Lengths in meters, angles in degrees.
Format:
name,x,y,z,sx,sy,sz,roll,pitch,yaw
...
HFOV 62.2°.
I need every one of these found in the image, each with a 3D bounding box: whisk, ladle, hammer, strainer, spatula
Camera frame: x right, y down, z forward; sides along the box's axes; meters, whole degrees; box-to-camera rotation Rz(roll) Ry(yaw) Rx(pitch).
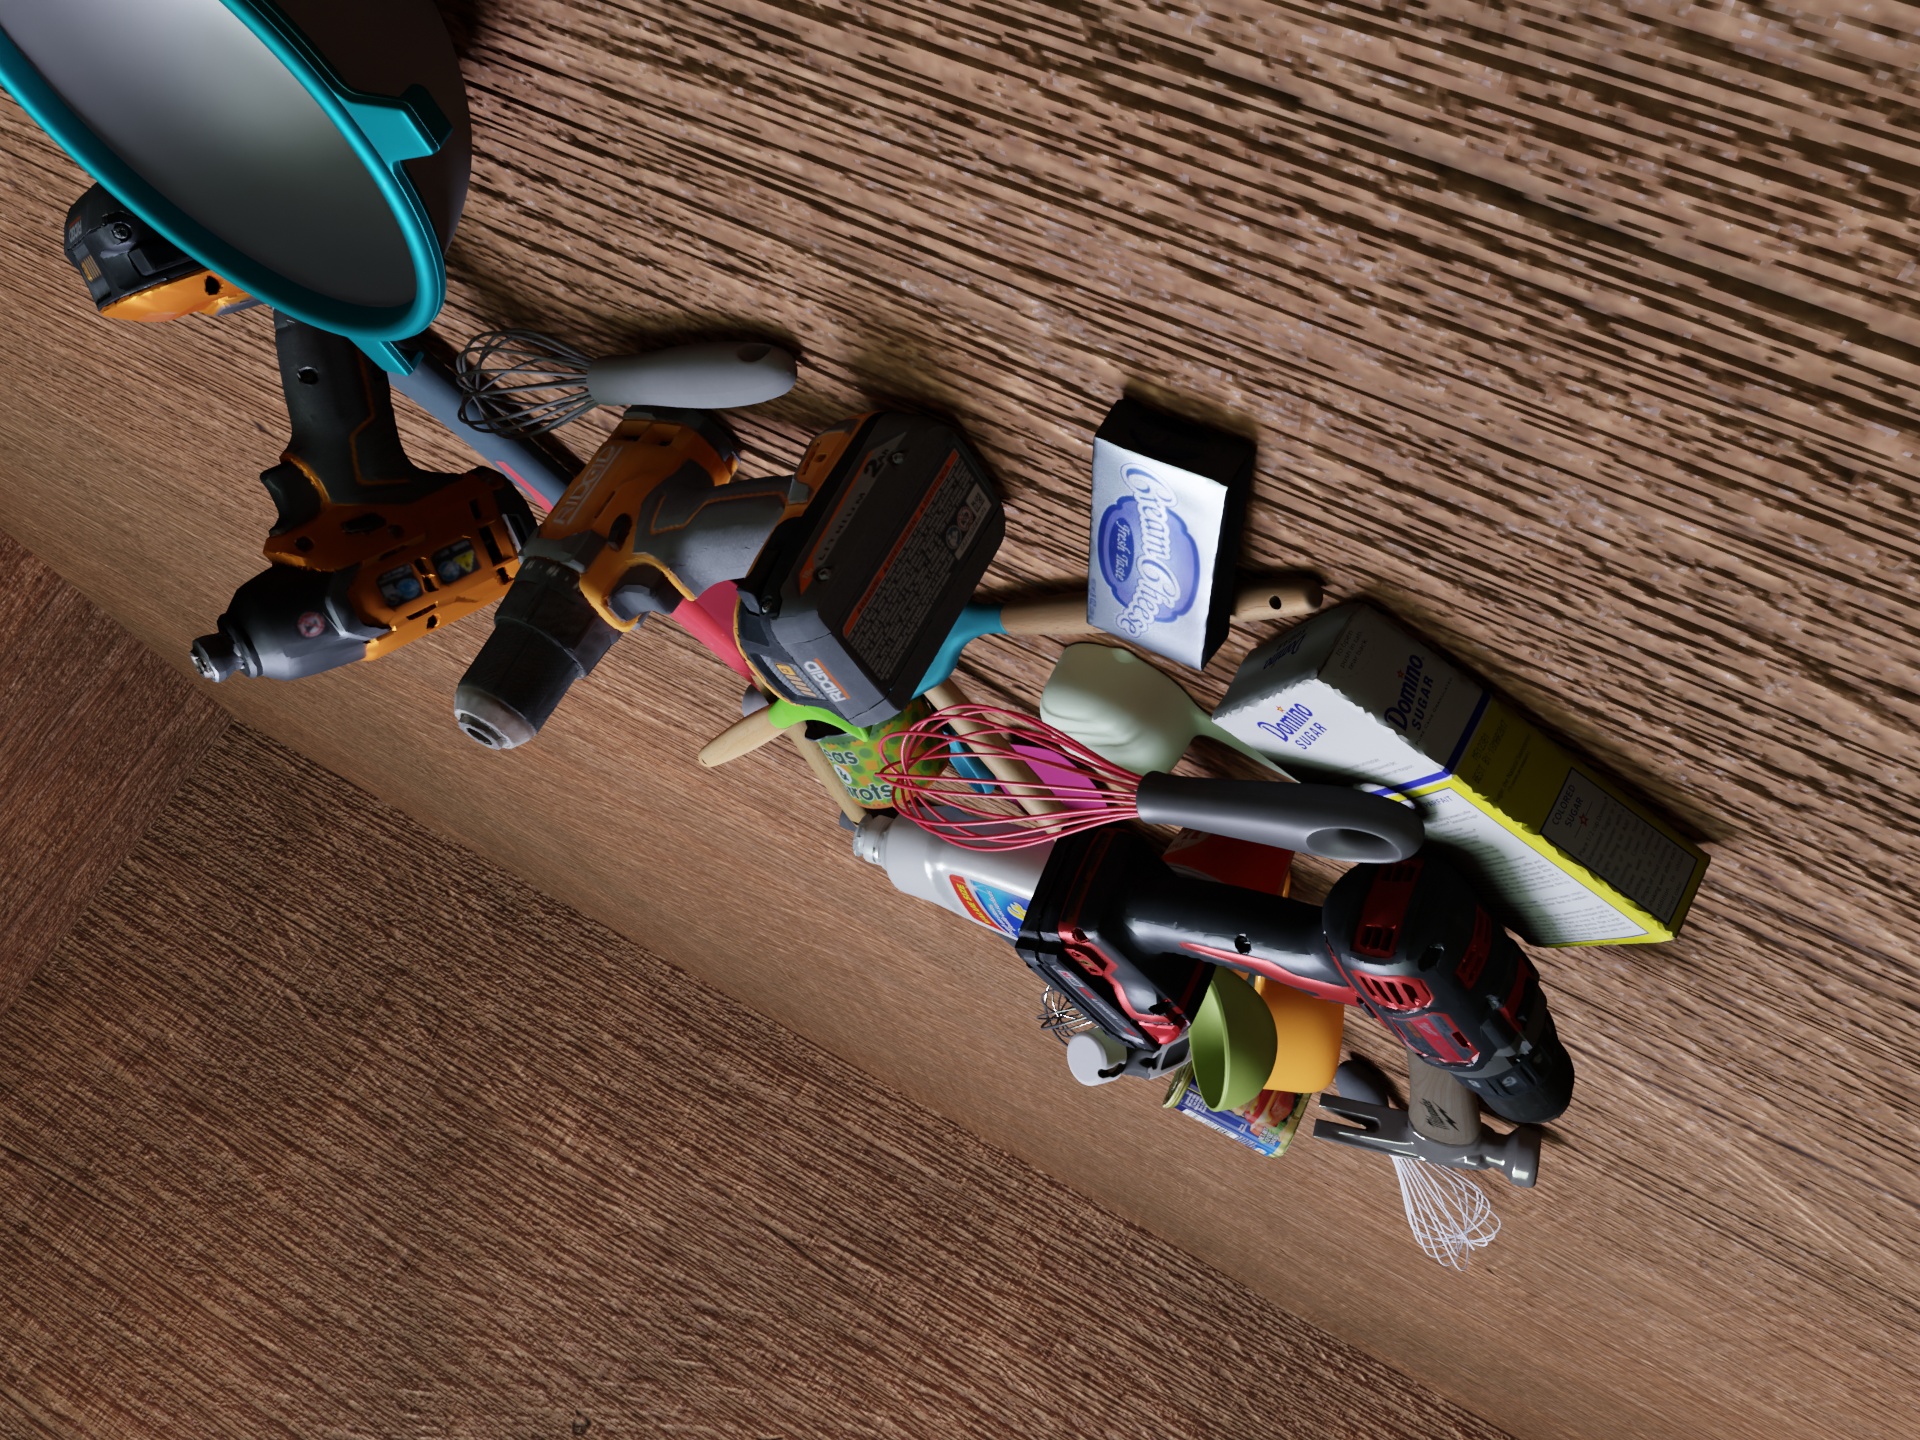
name,x,y,z,sx,sy,sz,roll,pitch,yaw
whisk,0.340,0.332,1.201,0.070,0.070,0.284,11,148,46
whisk,-0.158,-0.156,0.727,0.239,0.055,0.055,8,151,40
ladle,0.060,0.080,0.867,0.320,0.062,0.078,48,173,-2
hammer,0.031,0.130,1.068,0.146,0.035,0.335,-3,-153,-43
whisk,0.135,0.192,1.108,0.246,0.057,0.059,-25,79,52
hammer,-0.198,-0.109,0.915,0.386,0.038,0.143,43,157,-31
whisk,0.071,0.032,0.713,0.296,0.073,0.073,6,149,44
strainer,-0.300,-0.279,0.548,0.340,0.095,0.211,37,158,-10
hammer,0.265,0.184,0.918,0.146,0.038,0.410,7,151,21
spatula,0.032,-0.042,0.717,0.317,0.044,0.082,-1,112,54
ladle,-0.105,-0.016,0.922,0.069,0.031,0.315,18,155,29

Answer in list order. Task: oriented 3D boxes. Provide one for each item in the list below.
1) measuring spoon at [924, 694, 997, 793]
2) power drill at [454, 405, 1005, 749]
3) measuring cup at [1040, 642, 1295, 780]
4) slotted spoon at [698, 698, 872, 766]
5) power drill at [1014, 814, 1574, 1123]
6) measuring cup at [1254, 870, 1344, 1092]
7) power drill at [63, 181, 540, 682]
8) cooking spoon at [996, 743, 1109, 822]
name,x,y,z,sx,sy,sz,roll,pitch,yaw
measuring spoon,-0.001,-0.003,0.924,0.042,0.021,0.128,43,164,40
power drill,-0.113,-0.057,0.693,0.226,0.185,0.084,11,152,39
measuring cup,0.112,0.018,0.755,0.168,0.038,0.083,26,161,21
slotted spoon,-0.108,-0.001,0.886,0.070,0.031,0.314,52,158,-6
power drill,0.160,0.120,0.735,0.227,0.080,0.187,2,148,43
measuring cup,0.202,0.149,0.927,0.052,0.095,0.173,7,134,8
power drill,-0.303,-0.133,0.713,0.084,0.164,0.226,6,123,51
cooking spoon,0.096,0.096,1.017,0.069,0.017,0.318,7,152,30
